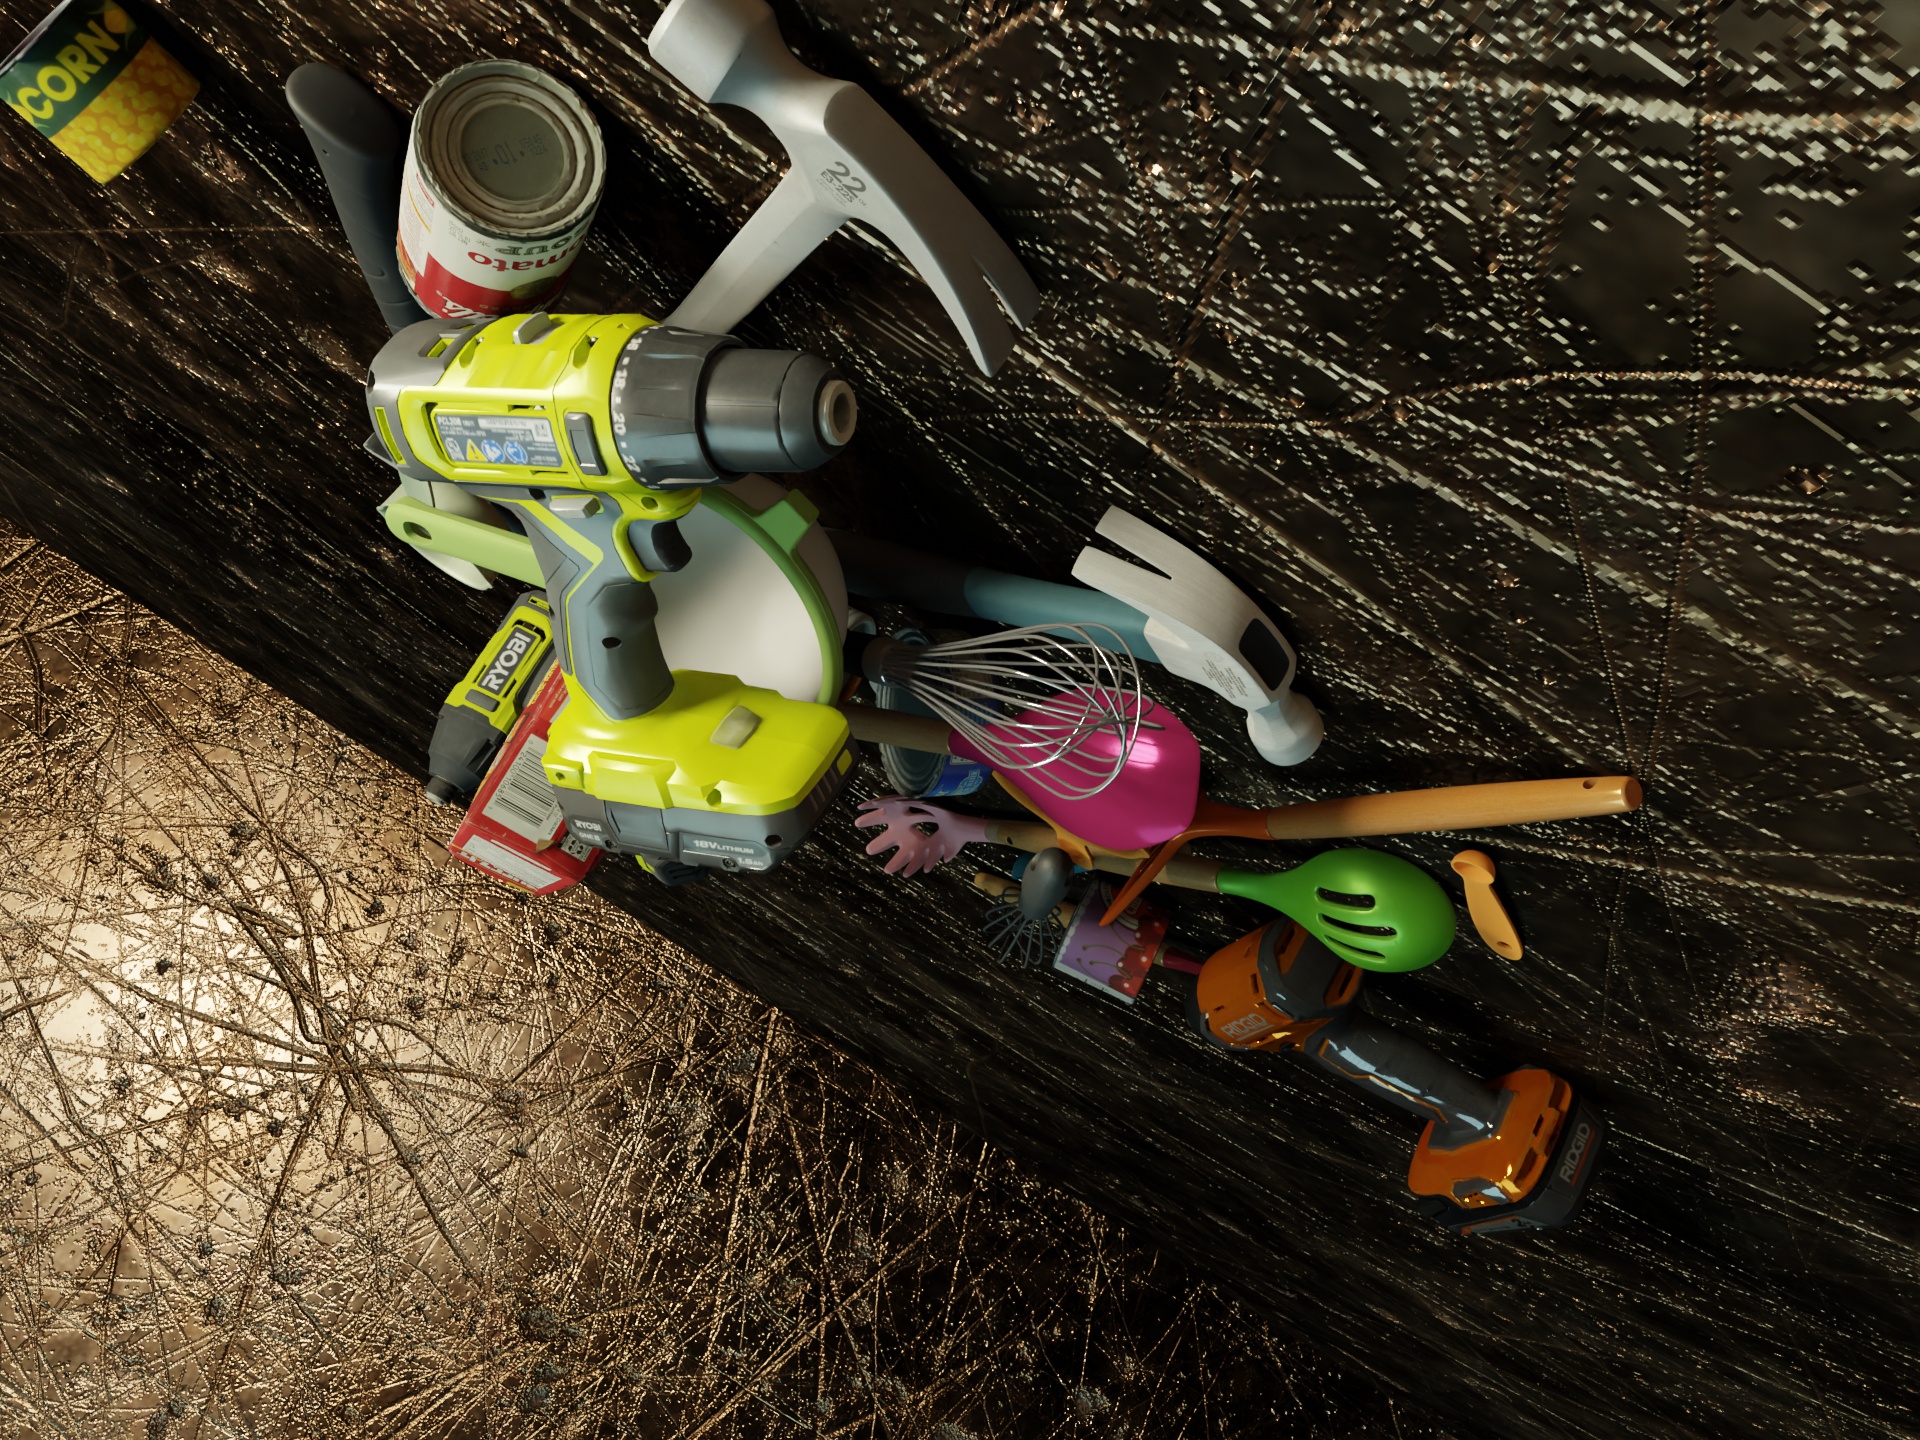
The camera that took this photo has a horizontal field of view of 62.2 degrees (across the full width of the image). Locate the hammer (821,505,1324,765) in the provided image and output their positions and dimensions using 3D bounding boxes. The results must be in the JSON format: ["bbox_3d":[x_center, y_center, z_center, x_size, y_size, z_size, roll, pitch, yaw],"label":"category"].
[{"bbox_3d":[0.000,-0.059,0.722,0.331,0.033,0.128,17,157,40],"label":"hammer"}]

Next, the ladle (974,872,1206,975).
[{"bbox_3d":[0.123,0.153,1.093,0.316,0.031,0.069,17,153,43],"label":"ladle"}]

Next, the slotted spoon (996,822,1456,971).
[{"bbox_3d":[0.125,0.084,0.867,0.314,0.031,0.070,8,121,51],"label":"slotted spoon"}]

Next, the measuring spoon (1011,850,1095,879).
[{"bbox_3d":[0.075,0.084,1.008,0.042,0.021,0.128,2,168,-30],"label":"measuring spoon"}]

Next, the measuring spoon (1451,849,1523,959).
[{"bbox_3d":[0.248,0.086,0.741,0.021,0.011,0.116,18,161,35],"label":"measuring spoon"}]

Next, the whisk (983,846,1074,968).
[{"bbox_3d":[0.044,0.113,0.972,0.055,0.055,0.238,30,164,6],"label":"whisk"}]

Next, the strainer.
[{"bbox_3d":[-0.152,-0.078,0.742,0.256,0.069,0.151,18,136,22],"label":"strainer"}]

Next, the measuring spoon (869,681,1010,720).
[{"bbox_3d":[-0.001,-0.003,0.897,0.124,0.018,0.034,25,161,19],"label":"measuring spoon"}]

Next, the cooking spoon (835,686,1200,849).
[{"bbox_3d":[-0.019,0.006,0.753,0.319,0.069,0.017,10,-173,43],"label":"cooking spoon"}]

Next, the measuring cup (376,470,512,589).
[{"bbox_3d":[-0.293,-0.129,0.902,0.083,0.038,0.167,34,160,1],"label":"measuring cup"}]

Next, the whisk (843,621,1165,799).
[{"bbox_3d":[-0.014,-0.020,0.710,0.070,0.070,0.285,44,164,-33],"label":"whisk"}]

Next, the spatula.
[{"bbox_3d":[0.165,0.051,0.716,0.041,0.081,0.322,48,152,-18],"label":"spatula"}]

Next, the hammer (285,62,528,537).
[{"bbox_3d":[-0.281,-0.194,0.831,0.149,0.036,0.408,32,162,3],"label":"hammer"}]

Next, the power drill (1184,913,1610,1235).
[{"bbox_3d":[0.239,0.206,0.931,0.226,0.084,0.164,36,154,-1],"label":"power drill"}]

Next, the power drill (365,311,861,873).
[{"bbox_3d":[-0.115,-0.052,0.632,0.190,0.080,0.228,7,129,23],"label":"power drill"}]

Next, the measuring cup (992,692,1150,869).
[{"bbox_3d":[0.070,0.038,0.840,0.095,0.052,0.173,28,167,15],"label":"measuring cup"}]

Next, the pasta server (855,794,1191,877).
[{"bbox_3d":[0.031,0.077,1.021,0.316,0.040,0.060,0,116,56],"label":"pasta server"}]

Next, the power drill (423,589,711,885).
[{"bbox_3d":[-0.267,0.022,1.161,0.223,0.171,0.080,25,161,10],"label":"power drill"}]

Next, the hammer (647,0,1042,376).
[{"bbox_3d":[-0.107,-0.152,0.650,0.144,0.035,0.405,38,161,-18],"label":"hammer"}]
